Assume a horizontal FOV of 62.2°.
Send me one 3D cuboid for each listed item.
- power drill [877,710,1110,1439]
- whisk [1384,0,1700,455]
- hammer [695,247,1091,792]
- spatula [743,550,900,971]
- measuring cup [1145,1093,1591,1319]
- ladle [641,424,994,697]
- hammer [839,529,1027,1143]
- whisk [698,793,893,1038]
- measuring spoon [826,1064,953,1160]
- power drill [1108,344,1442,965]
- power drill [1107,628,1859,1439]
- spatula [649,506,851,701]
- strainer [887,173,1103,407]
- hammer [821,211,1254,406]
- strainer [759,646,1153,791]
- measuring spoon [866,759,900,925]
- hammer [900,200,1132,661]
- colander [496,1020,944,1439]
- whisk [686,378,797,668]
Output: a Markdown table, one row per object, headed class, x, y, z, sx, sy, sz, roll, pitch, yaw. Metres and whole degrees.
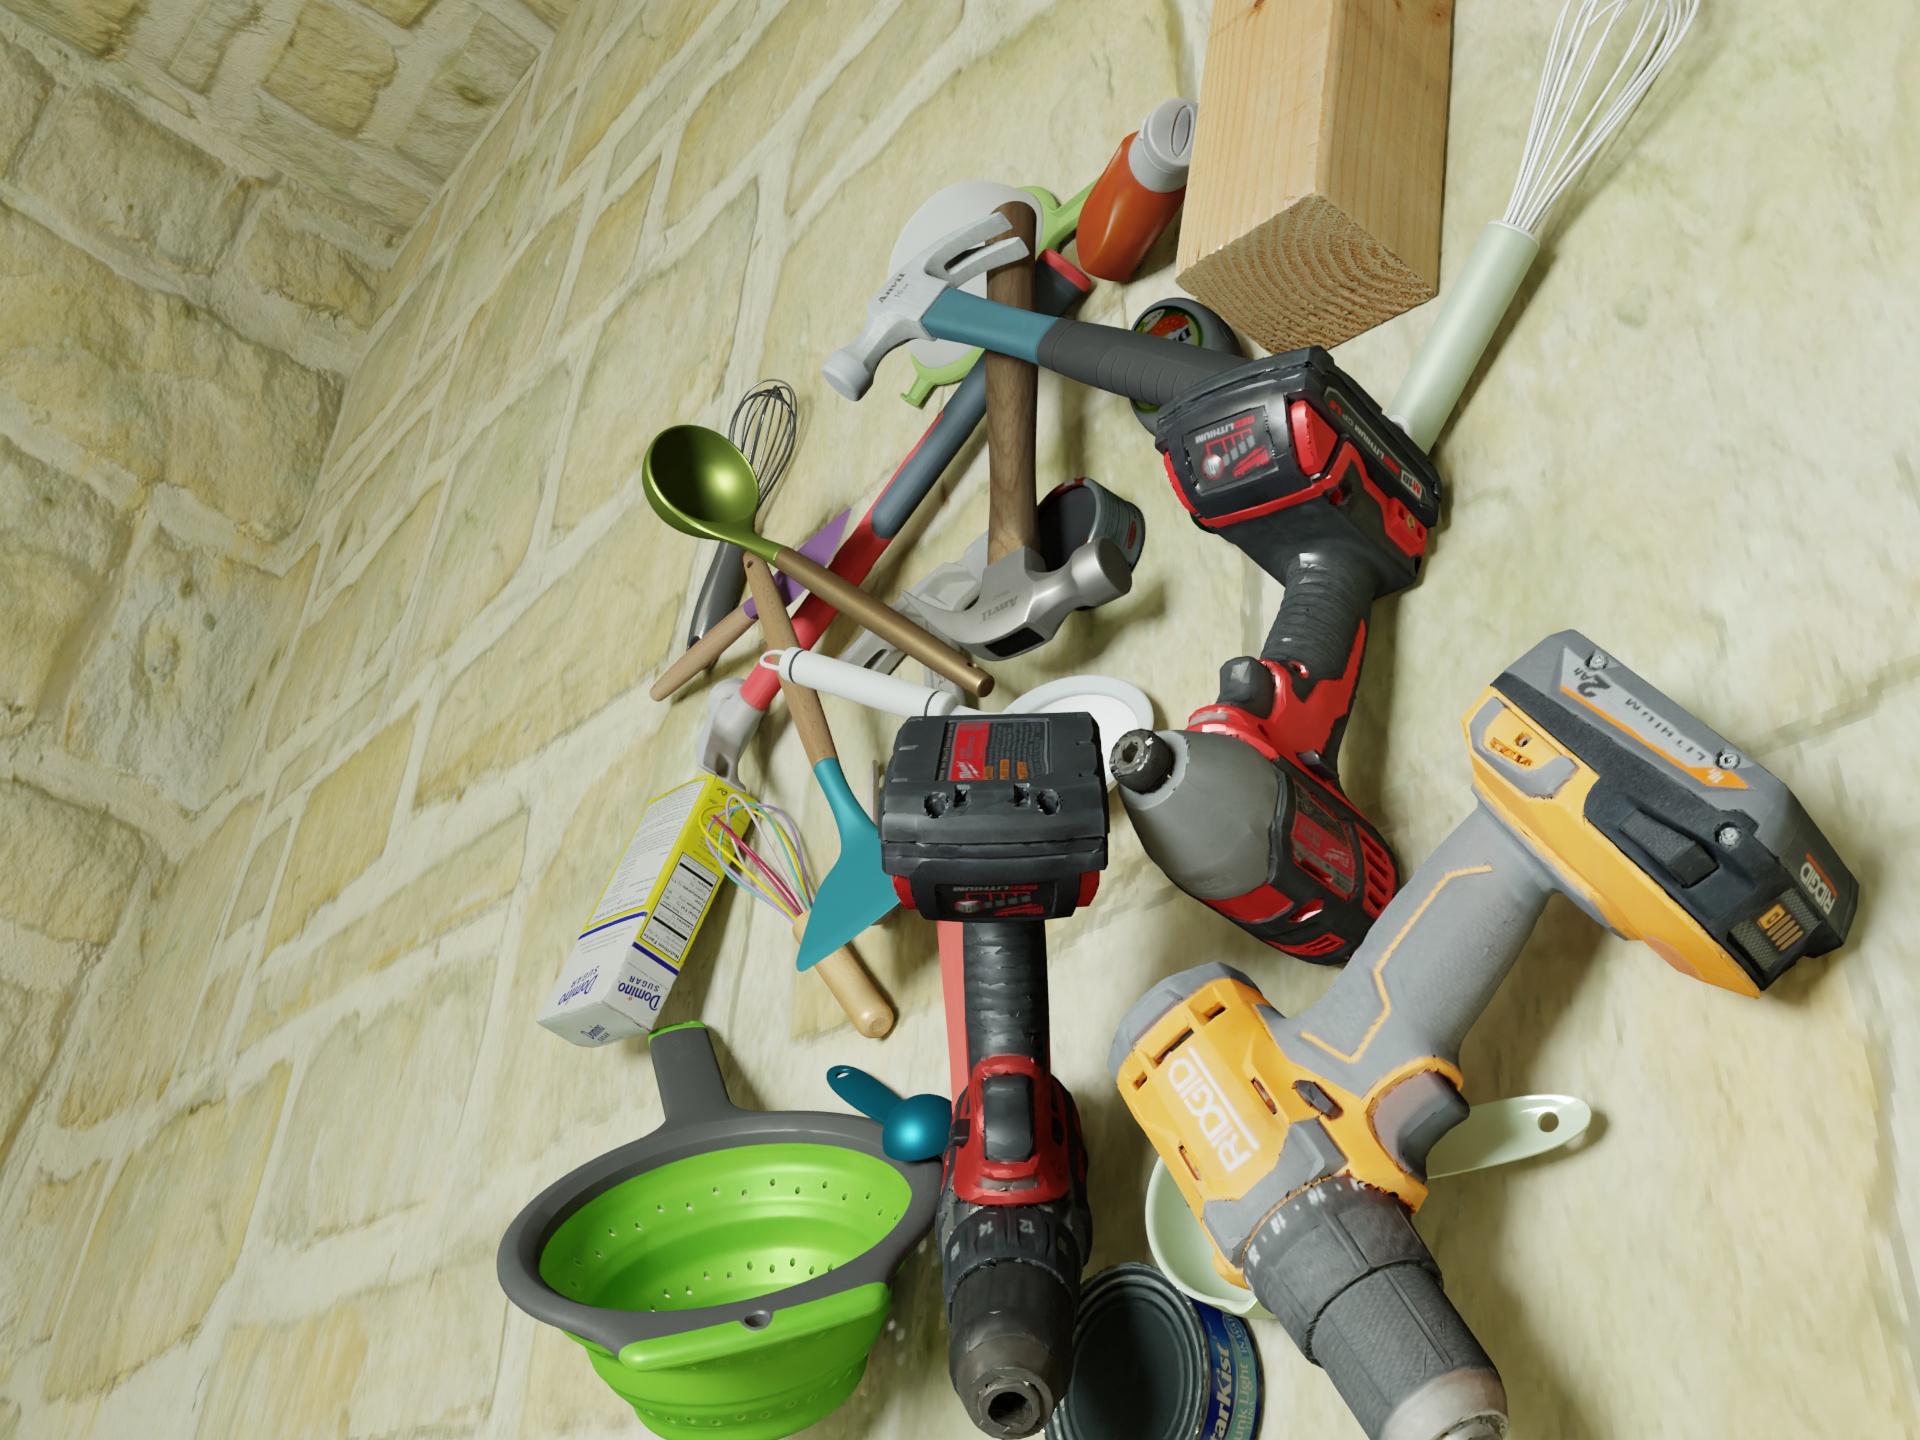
| class | x | y | z | sx | sy | sz | roll | pitch | yaw |
| --- | --- | --- | --- | --- | --- | --- | --- | --- | --- |
| power drill | 0.017 | 0.124 | 0.592 | 0.188 | 0.080 | 0.226 | -80 | -12 | -73 |
| whisk | 0.241 | -0.215 | 0.681 | 0.058 | 0.059 | 0.246 | 35 | 102 | 41 |
| hammer | -0.046 | -0.125 | 1.001 | 0.386 | 0.038 | 0.143 | -52 | 16 | 12 |
| spatula | -0.087 | 0.002 | 0.896 | 0.082 | 0.044 | 0.318 | -38 | 48 | 16 |
| measuring cup | 0.145 | 0.163 | 0.559 | 0.167 | 0.038 | 0.083 | -25 | 44 | 30 |
| ladle | -0.086 | -0.096 | 0.926 | 0.320 | 0.078 | 0.062 | 34 | 122 | 40 |
| hammer | -0.008 | 0.061 | 0.841 | 0.149 | 0.036 | 0.359 | -40 | 38 | 32 |
| whisk | -0.100 | 0.109 | 0.928 | 0.051 | 0.047 | 0.245 | -50 | 38 | 4 |
| measuring spoon | -0.039 | 0.184 | 0.789 | 0.129 | 0.042 | 0.021 | 11 | 119 | 61 |
| power drill | 0.121 | -0.028 | 0.625 | 0.078 | 0.143 | 0.220 | -14 | 54 | 43 |
| power drill | 0.165 | 0.101 | 0.498 | 0.226 | 0.084 | 0.186 | -45 | 36 | 10 |
| spatula | -0.153 | -0.065 | 1.091 | 0.316 | 0.018 | 0.060 | -29 | 36 | 54 |
| strainer | 0.027 | -0.323 | 1.035 | 0.256 | 0.069 | 0.152 | -25 | 48 | 47 |
| hammer | 0.057 | -0.192 | 0.825 | 0.128 | 0.033 | 0.331 | -53 | 43 | -7 |
| strainer | -0.001 | -0.003 | 0.806 | 0.259 | 0.050 | 0.087 | 17 | 54 | 31 |
| measuring spoon | -0.044 | 0.067 | 0.910 | 0.124 | 0.018 | 0.034 | -95 | 16 | -48 |
| hammer | 0.027 | -0.173 | 0.889 | 0.130 | 0.031 | 0.332 | -27 | 47 | 33 |
| colander | -0.123 | 0.253 | 0.811 | 0.397 | 0.204 | 0.094 | -153 | 55 | -73 |
| whisk | -0.172 | -0.152 | 1.218 | 0.055 | 0.055 | 0.239 | -3 | 69 | 54 |
